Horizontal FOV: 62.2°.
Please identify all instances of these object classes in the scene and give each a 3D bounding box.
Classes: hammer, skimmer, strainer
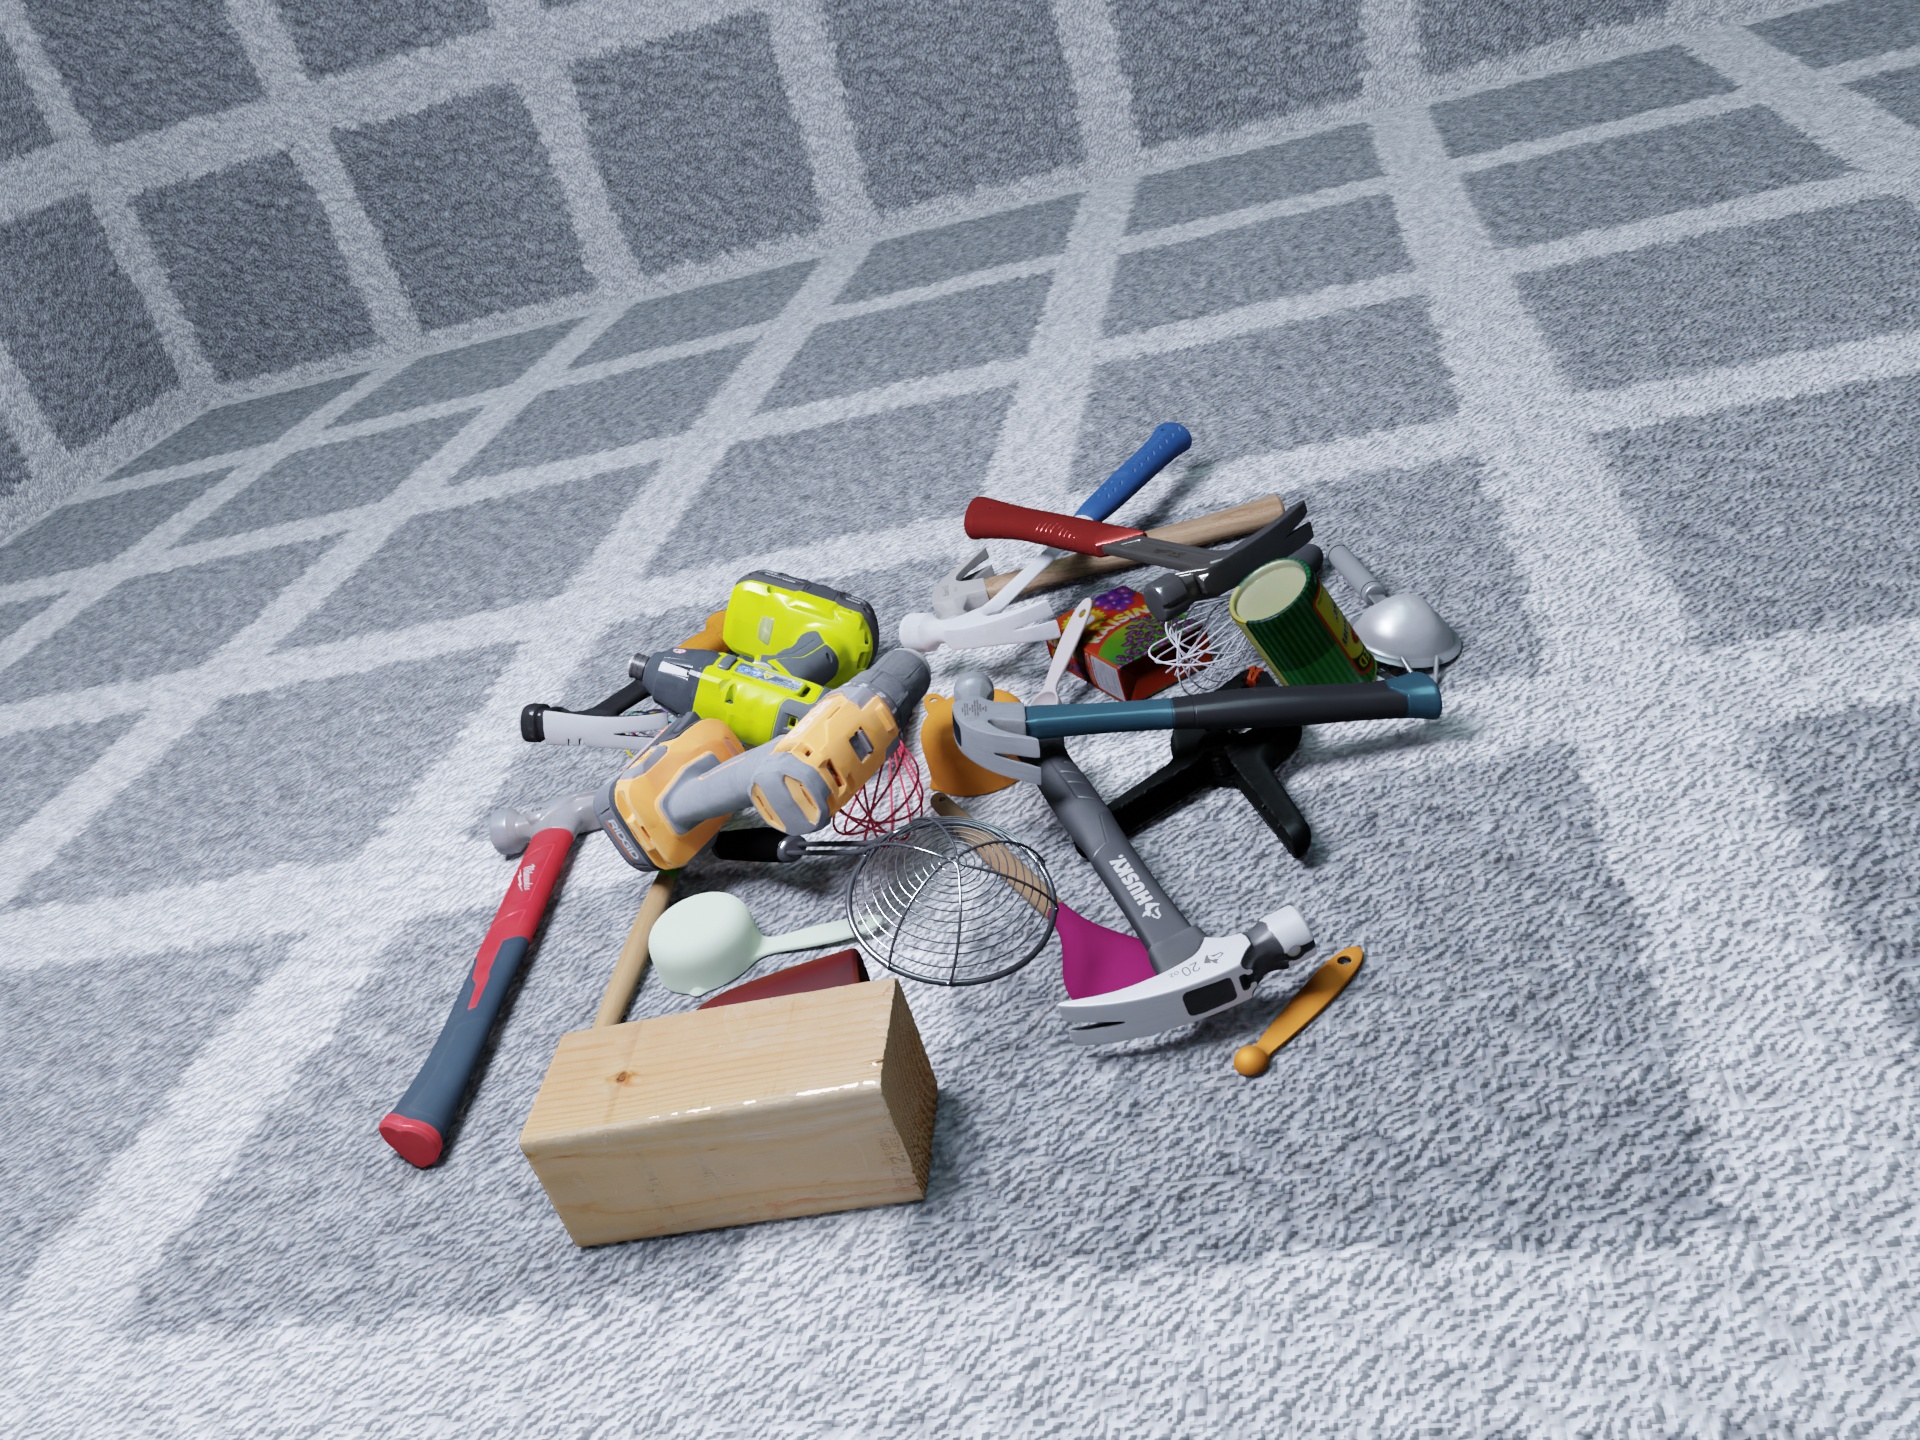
[{"bbox_3d":[-0.254,-0.043,1.414,0.127,0.034,0.337,4,19,14],"label":"hammer"},{"bbox_3d":[0.159,-0.007,1.093,0.331,0.033,0.128,-4,25,3],"label":"hammer"},{"bbox_3d":[0.110,-0.173,1.440,0.144,0.035,0.405,0,32,38],"label":"hammer"},{"bbox_3d":[0.118,-0.154,1.306,0.149,0.036,0.359,-31,26,-21],"label":"hammer"},{"bbox_3d":[-0.075,0.113,1.069,0.127,0.090,0.363,-32,13,-29],"label":"skimmer"},{"bbox_3d":[0.134,-0.151,1.465,0.331,0.031,0.130,-16,29,3],"label":"hammer"},{"bbox_3d":[0.088,0.082,1.026,0.146,0.035,0.335,-26,32,-4],"label":"hammer"},{"bbox_3d":[0.328,-0.099,1.258,0.087,0.050,0.259,-2,25,-4],"label":"strainer"},{"bbox_3d":[-0.319,0.167,1.153,0.143,0.038,0.387,-11,29,8],"label":"hammer"}]

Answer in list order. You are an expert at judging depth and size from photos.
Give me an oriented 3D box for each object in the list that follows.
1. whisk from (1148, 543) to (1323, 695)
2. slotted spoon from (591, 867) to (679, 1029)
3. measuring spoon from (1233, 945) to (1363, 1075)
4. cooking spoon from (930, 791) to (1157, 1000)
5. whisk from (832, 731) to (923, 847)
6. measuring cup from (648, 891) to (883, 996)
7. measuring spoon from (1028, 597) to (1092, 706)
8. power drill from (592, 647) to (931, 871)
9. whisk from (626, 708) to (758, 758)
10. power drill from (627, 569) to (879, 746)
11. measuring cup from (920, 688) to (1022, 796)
[{"bbox_3d":[0.229,-0.092,1.259,0.070,0.070,0.284,3,23,33],"label":"whisk"},{"bbox_3d":[-0.225,0.136,1.168,0.070,0.031,0.314,-15,30,16],"label":"slotted spoon"},{"bbox_3d":[0.193,0.161,0.901,0.117,0.011,0.021,-37,34,-31],"label":"measuring spoon"},{"bbox_3d":[0.051,0.115,1.054,0.069,0.017,0.319,-26,30,-16],"label":"cooking spoon"},{"bbox_3d":[-0.057,0.020,1.248,0.073,0.073,0.296,-13,22,8],"label":"whisk"},{"bbox_3d":[-0.136,0.141,1.092,0.167,0.038,0.083,-13,29,14],"label":"measuring cup"},{"bbox_3d":[0.085,-0.044,1.272,0.034,0.018,0.124,-6,54,50],"label":"measuring spoon"},{"bbox_3d":[-0.135,0.023,1.146,0.226,0.084,0.185,-15,23,38],"label":"power drill"},{"bbox_3d":[-0.192,0.019,1.339,0.245,0.051,0.047,7,31,32],"label":"whisk"},{"bbox_3d":[-0.163,-0.050,1.322,0.171,0.080,0.223,18,24,4],"label":"power drill"},{"bbox_3d":[-0.002,-0.004,1.258,0.095,0.052,0.174,-24,31,-11],"label":"measuring cup"}]
